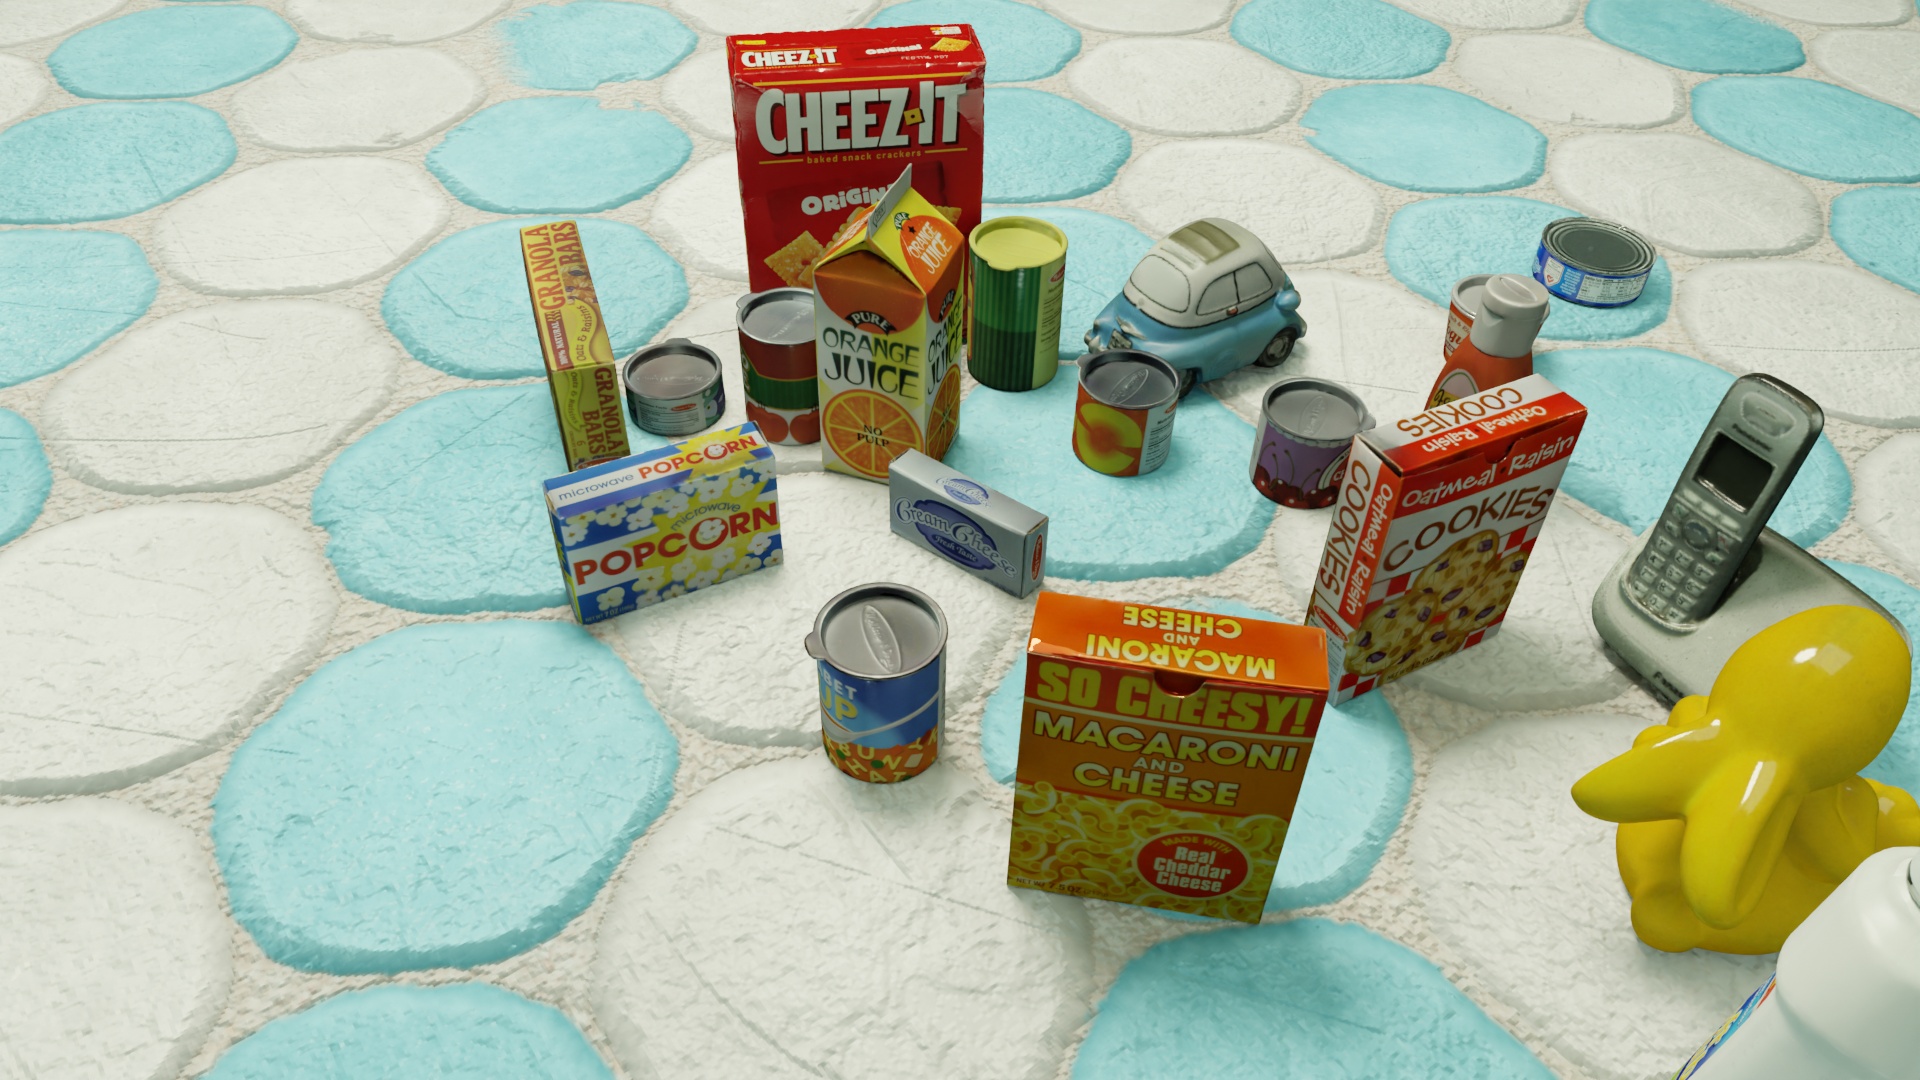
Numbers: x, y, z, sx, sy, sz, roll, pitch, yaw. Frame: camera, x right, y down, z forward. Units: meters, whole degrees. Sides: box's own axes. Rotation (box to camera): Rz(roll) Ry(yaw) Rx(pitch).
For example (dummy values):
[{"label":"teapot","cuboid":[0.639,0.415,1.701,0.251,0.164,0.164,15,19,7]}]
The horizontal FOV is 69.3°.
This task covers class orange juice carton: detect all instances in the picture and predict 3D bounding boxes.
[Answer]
[{"label":"orange juice carton","cuboid":[-0.042,-0.130,0.853,0.073,0.191,0.072,14,44,13]}]

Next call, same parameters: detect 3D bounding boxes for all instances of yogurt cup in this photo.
[{"label":"yogurt cup","cuboid":[0.381,-0.152,0.997,0.072,0.053,0.073,1,42,-1]}]

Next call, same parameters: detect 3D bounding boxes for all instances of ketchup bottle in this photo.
[{"label":"ketchup bottle","cuboid":[0.324,-0.093,0.859,0.044,0.148,0.065,-20,46,-22]}]

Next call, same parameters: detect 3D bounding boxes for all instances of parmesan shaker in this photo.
[{"label":"parmesan shaker","cuboid":[0.036,-0.161,0.956,0.071,0.102,0.072,1,42,-1]}]

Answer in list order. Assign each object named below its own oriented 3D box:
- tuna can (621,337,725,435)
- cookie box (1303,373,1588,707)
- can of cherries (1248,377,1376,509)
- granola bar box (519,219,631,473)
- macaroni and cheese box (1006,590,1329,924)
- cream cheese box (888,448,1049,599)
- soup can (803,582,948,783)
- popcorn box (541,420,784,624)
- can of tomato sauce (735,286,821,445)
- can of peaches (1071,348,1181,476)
[{"label":"tuna can","cuboid":[-0.192,-0.104,0.937,0.071,0.032,0.071,1,42,-1]},{"label":"cookie box","cuboid":[0.252,0.002,0.738,0.123,0.166,0.040,-19,46,-21]},{"label":"can of cherries","cuboid":[0.224,-0.061,0.887,0.071,0.058,0.072,1,42,-1]},{"label":"granola bar box","cuboid":[-0.239,-0.104,0.868,0.039,0.123,0.166,-12,44,-15]},{"label":"macaroni and cheese box","cuboid":[0.088,0.102,0.622,0.124,0.165,0.040,7,42,6]},{"label":"cream cheese box","cuboid":[0.003,-0.010,0.826,0.104,0.053,0.024,28,48,26]},{"label":"soup can","cuboid":[-0.043,0.074,0.709,0.071,0.083,0.072,1,42,-1]},{"label":"popcorn box","cuboid":[-0.168,-0.010,0.796,0.127,0.084,0.038,-19,46,-21]},{"label":"can of tomato sauce","cuboid":[-0.113,-0.115,0.914,0.071,0.082,0.071,1,42,-1]},{"label":"can of peaches","cuboid":[0.106,-0.084,0.909,0.071,0.057,0.071,1,42,-1]}]
